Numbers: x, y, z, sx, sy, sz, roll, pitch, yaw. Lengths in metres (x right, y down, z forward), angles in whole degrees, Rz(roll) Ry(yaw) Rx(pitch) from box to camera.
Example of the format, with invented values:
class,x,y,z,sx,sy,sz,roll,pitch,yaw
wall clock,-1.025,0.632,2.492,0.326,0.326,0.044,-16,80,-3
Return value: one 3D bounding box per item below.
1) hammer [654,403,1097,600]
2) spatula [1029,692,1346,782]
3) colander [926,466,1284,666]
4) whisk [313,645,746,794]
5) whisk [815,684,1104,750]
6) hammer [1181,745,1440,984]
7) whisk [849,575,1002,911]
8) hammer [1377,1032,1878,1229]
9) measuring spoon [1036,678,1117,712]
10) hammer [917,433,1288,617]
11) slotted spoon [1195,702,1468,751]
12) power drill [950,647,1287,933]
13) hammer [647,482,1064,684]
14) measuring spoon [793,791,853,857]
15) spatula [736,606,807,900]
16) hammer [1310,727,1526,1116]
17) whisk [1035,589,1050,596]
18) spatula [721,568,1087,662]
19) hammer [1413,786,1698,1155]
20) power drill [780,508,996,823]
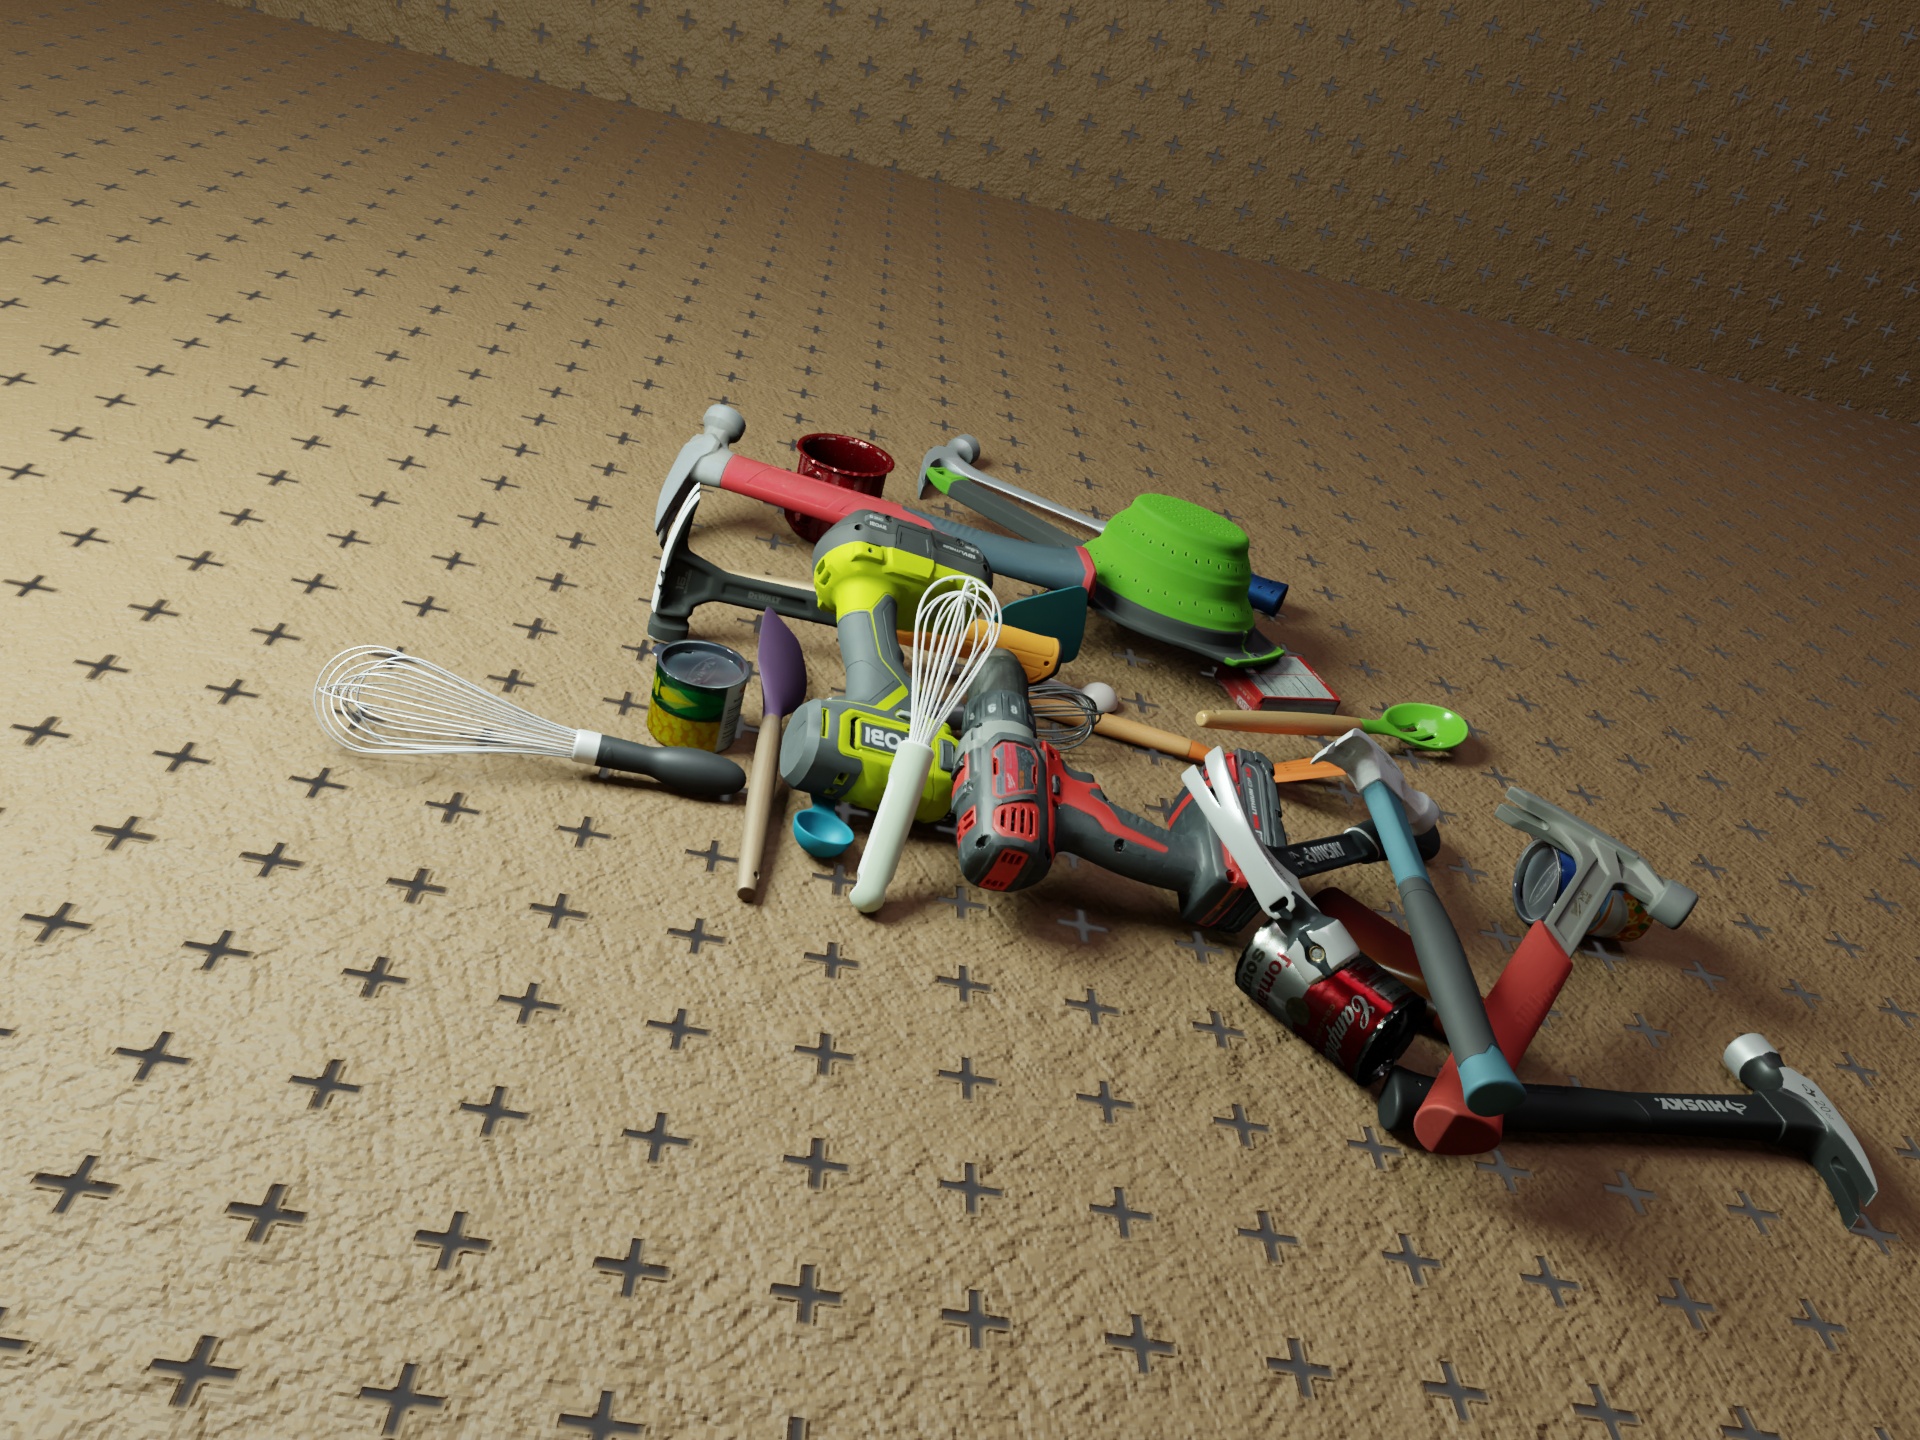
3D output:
class,x,y,z,sx,sy,sz,roll,pitch,yaw
hammer,-0.071,-0.162,1.379,0.386,0.038,0.143,18,66,10
spatula,0.165,0.007,1.293,0.322,0.041,0.081,16,9,4
colander,0.133,-0.182,1.471,0.397,0.094,0.204,33,25,27
whisk,-0.282,0.012,1.058,0.284,0.070,0.070,14,29,-15
whisk,-0.002,-0.005,1.231,0.239,0.055,0.055,1,32,-16
hammer,0.264,0.083,1.088,0.149,0.036,0.408,57,24,16
whisk,-0.027,0.012,1.058,0.059,0.057,0.246,20,69,-5
hammer,0.414,0.250,1.002,0.334,0.035,0.146,6,30,-16
measuring spoon,0.076,-0.037,1.348,0.124,0.018,0.034,20,30,9
hammer,0.141,-0.199,1.642,0.405,0.035,0.144,25,30,15
slotted spoon,0.318,0.004,1.356,0.313,0.031,0.070,2,31,-35
power drill,0.101,0.045,1.093,0.226,0.080,0.188,14,47,-16
hammer,-0.073,-0.091,1.279,0.336,0.127,0.034,12,24,-16
measuring spoon,-0.098,0.063,1.100,0.042,0.021,0.129,19,19,-13
spatula,-0.135,0.018,1.127,0.059,0.018,0.316,51,21,-29
hammer,0.290,0.117,0.993,0.128,0.033,0.331,42,24,-24
whisk,0.109,-0.112,1.481,0.047,0.051,0.245,43,29,5
spatula,-0.053,-0.099,1.354,0.317,0.082,0.044,11,42,7
hammer,0.366,0.160,1.036,0.149,0.036,0.359,33,39,21
power drill,-0.030,-0.029,1.158,0.190,0.080,0.229,15,52,-23
